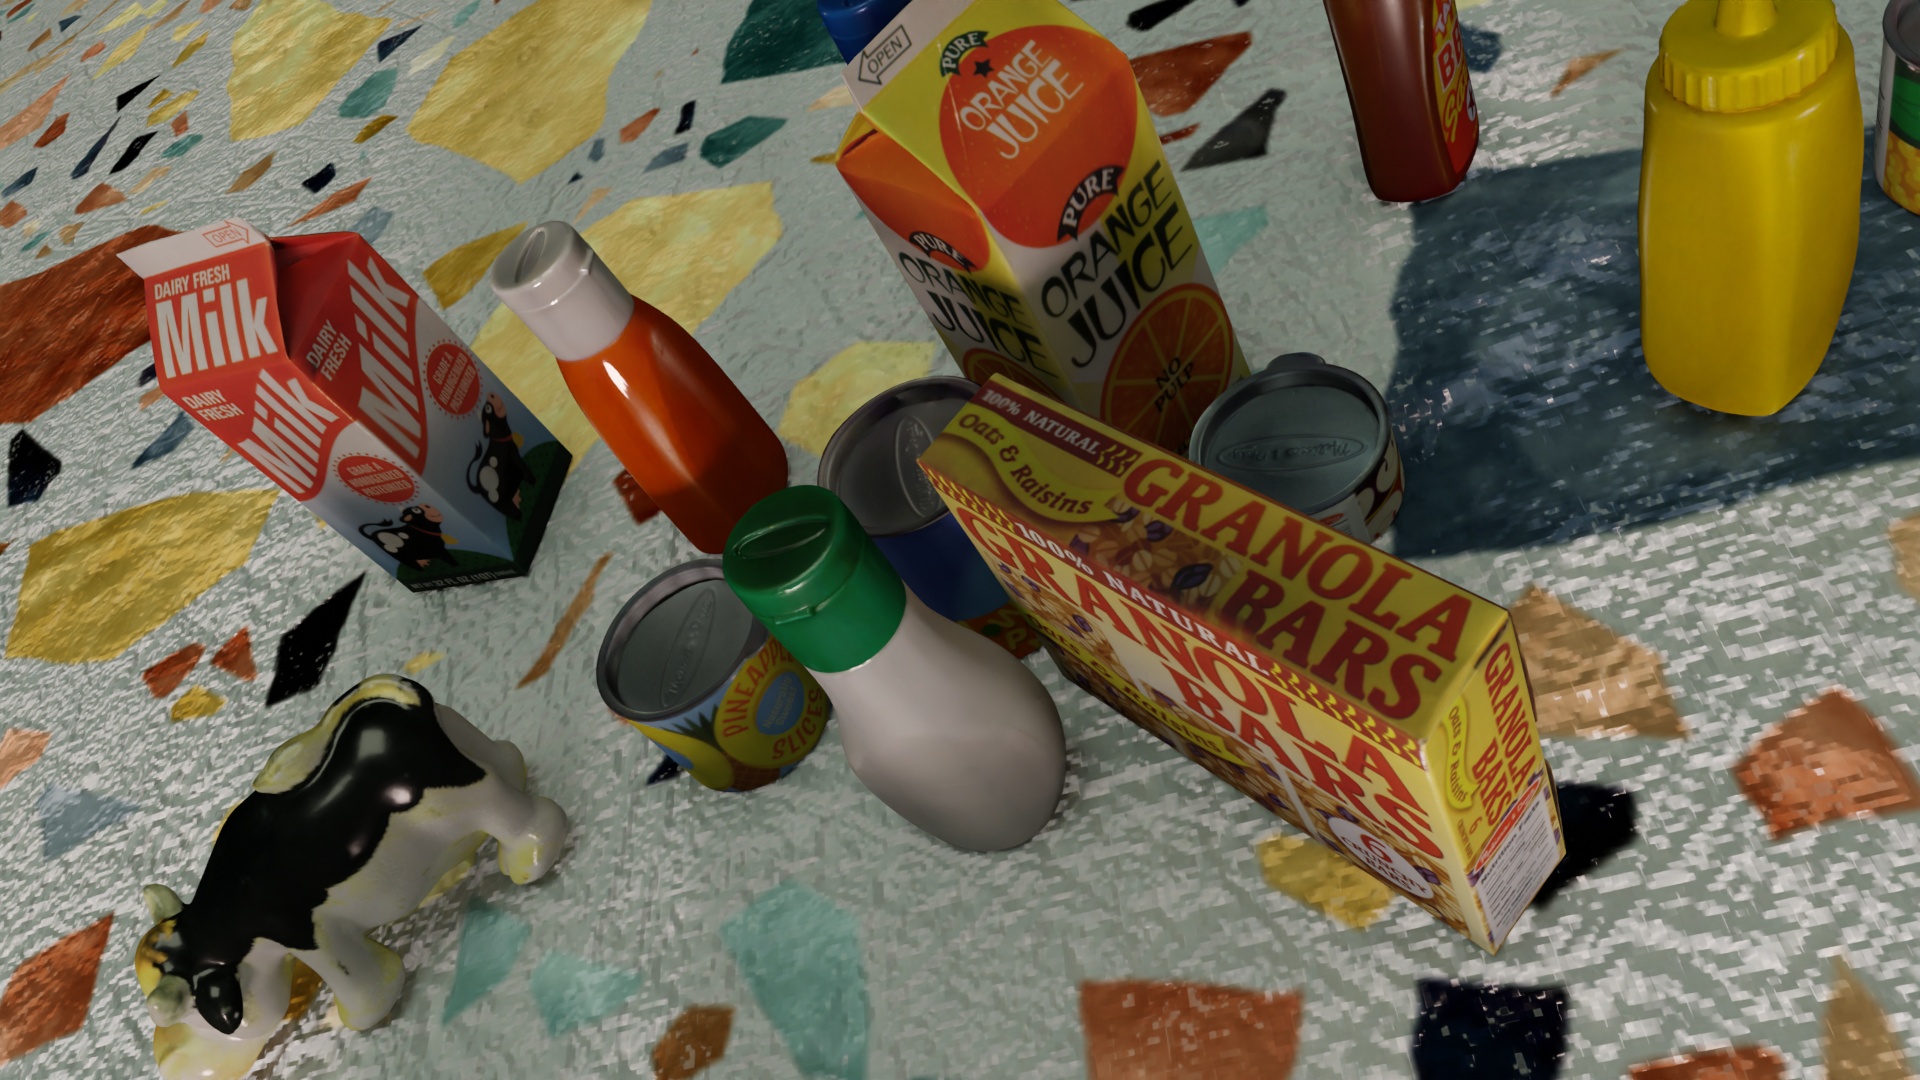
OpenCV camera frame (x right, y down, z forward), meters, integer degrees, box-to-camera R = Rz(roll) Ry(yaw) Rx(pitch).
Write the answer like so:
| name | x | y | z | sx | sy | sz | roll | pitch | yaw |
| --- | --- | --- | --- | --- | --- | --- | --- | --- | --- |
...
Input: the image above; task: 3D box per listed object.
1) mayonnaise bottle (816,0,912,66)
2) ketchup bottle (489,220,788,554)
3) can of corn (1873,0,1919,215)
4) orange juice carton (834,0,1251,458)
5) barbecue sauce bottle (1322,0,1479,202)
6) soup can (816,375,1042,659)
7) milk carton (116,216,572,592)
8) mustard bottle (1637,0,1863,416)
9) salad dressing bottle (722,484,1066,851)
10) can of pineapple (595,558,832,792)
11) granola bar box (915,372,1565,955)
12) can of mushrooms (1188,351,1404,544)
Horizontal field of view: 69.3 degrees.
| name | x | y | z | sx | sy | sz | roll | pitch | yaw |
| --- | --- | --- | --- | --- | --- | --- | --- | --- | --- |
| mayonnaise bottle | -0.008 | -0.163 | 0.564 | 0.041 | 0.147 | 0.065 | -4 | 53 | 27 |
| ketchup bottle | -0.121 | -0.059 | 0.543 | 0.043 | 0.148 | 0.065 | -12 | 50 | 21 |
| can of corn | 0.322 | -0.139 | 0.425 | 0.071 | 0.058 | 0.071 | -15 | 49 | 18 |
| orange juice carton | 0.027 | -0.102 | 0.465 | 0.073 | 0.192 | 0.072 | 30 | 73 | 41 |
| barbecue sauce bottle | 0.155 | -0.196 | 0.500 | 0.043 | 0.148 | 0.065 | 0 | 55 | 29 |
| soup can | 0.002 | -0.006 | 0.477 | 0.071 | 0.083 | 0.072 | -15 | 49 | 18 |
| milk carton | -0.258 | -0.061 | 0.591 | 0.072 | 0.190 | 0.074 | -9 | 51 | 23 |
| mustard bottle | 0.217 | -0.103 | 0.383 | 0.049 | 0.159 | 0.065 | 23 | 68 | 39 |
| salad dressing bottle | -0.016 | 0.041 | 0.405 | 0.064 | 0.147 | 0.044 | -15 | 49 | 18 |
| can of pineapple | -0.085 | 0.050 | 0.499 | 0.071 | 0.057 | 0.071 | -15 | 49 | 18 |
| granola bar box | 0.076 | 0.030 | 0.380 | 0.039 | 0.123 | 0.166 | -48 | 47 | -12 |
| can of mushrooms | 0.114 | -0.027 | 0.467 | 0.071 | 0.033 | 0.071 | -15 | 49 | 18 |
